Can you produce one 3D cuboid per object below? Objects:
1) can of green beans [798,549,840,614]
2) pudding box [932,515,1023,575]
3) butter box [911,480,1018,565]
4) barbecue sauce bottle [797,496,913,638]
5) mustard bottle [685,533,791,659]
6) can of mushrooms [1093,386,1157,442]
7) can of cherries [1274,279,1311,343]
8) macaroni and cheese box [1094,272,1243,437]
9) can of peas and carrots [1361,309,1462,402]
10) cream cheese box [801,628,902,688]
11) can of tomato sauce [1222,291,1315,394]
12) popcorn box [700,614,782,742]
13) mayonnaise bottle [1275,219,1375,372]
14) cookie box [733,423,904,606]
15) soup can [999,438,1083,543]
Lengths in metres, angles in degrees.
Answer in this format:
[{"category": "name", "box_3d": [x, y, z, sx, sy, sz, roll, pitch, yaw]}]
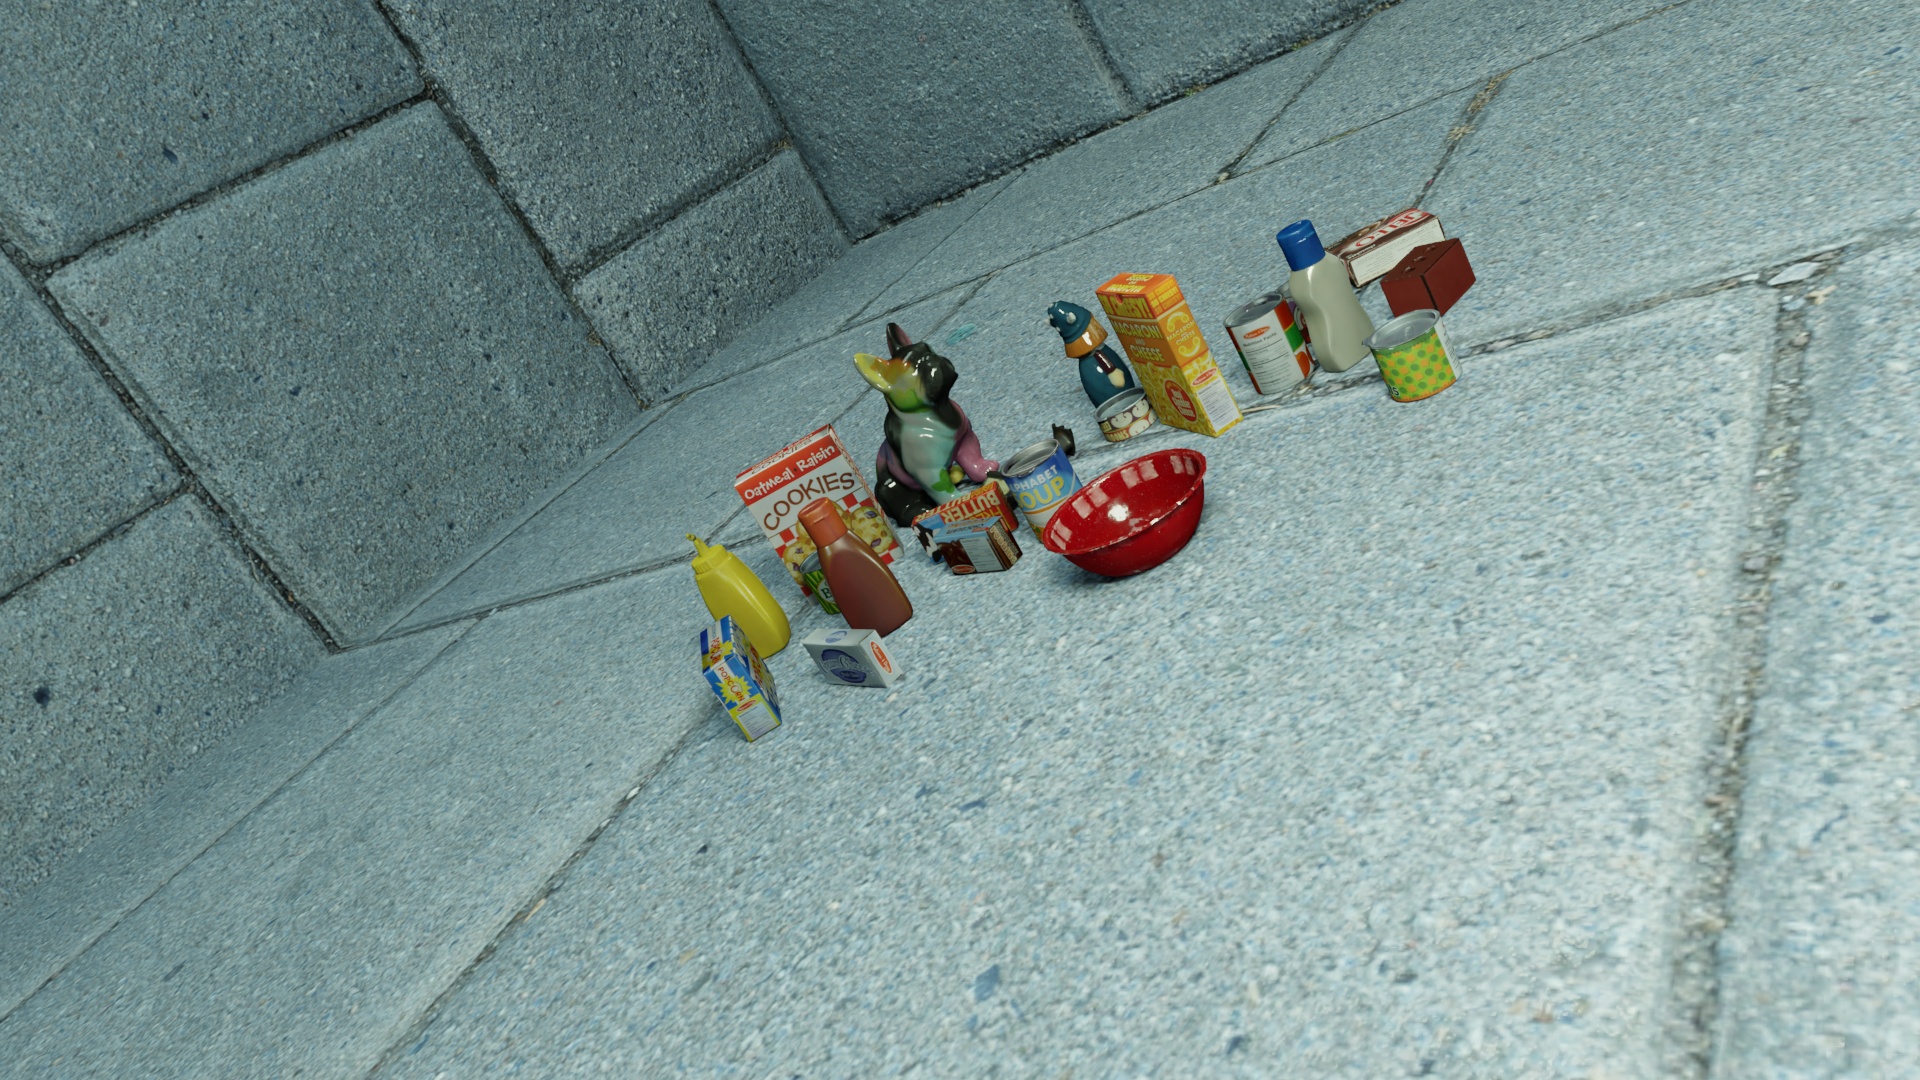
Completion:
[{"category": "can of green beans", "box_3d": [-0.134, 0.039, 1.520, 0.071, 0.057, 0.071, -27, 19, 10]}, {"category": "pudding box", "box_3d": [0.017, 0.005, 1.395, 0.083, 0.049, 0.030, -8, 30, 48]}, {"category": "butter box", "box_3d": [0.005, -0.018, 1.465, 0.103, 0.053, 0.024, -24, 20, 18]}, {"category": "barbecue sauce bottle", "box_3d": [-0.108, 0.027, 1.373, 0.065, 0.148, 0.044, -30, 19, 2]}, {"category": "mustard bottle", "box_3d": [-0.244, 0.054, 1.487, 0.065, 0.160, 0.049, -24, 20, 18]}, {"category": "can of mushrooms", "box_3d": [0.181, -0.138, 1.534, 0.071, 0.033, 0.071, -27, 19, 10]}, {"category": "can of cherries", "box_3d": [0.377, -0.251, 1.490, 0.071, 0.058, 0.072, -27, 19, 10]}, {"category": "macaroni and cheese box", "box_3d": [0.211, -0.191, 1.419, 0.040, 0.166, 0.124, -34, 19, -9]}, {"category": "can of peas and carrots", "box_3d": [0.402, -0.163, 1.236, 0.071, 0.058, 0.071, -27, 19, 10]}, {"category": "cream cheese box", "box_3d": [-0.103, 0.110, 1.305, 0.024, 0.053, 0.103, -43, 22, -31]}, {"category": "can of tomato sauce", "box_3d": [0.316, -0.201, 1.419, 0.071, 0.083, 0.071, -27, 19, 10]}, {"category": "popcorn box", "box_3d": [-0.217, 0.133, 1.365, 0.038, 0.085, 0.127, -31, 19, -2]}, {"category": "mayonnaise bottle", "box_3d": [0.356, -0.241, 1.362, 0.065, 0.147, 0.041, -38, 20, -20]}, {"category": "cookie box", "box_3d": [-0.157, -0.028, 1.552, 0.123, 0.167, 0.040, -29, 19, 6]}, {"category": "soup can", "box_3d": [0.086, -0.047, 1.370, 0.071, 0.083, 0.071, -27, 19, 10]}]
